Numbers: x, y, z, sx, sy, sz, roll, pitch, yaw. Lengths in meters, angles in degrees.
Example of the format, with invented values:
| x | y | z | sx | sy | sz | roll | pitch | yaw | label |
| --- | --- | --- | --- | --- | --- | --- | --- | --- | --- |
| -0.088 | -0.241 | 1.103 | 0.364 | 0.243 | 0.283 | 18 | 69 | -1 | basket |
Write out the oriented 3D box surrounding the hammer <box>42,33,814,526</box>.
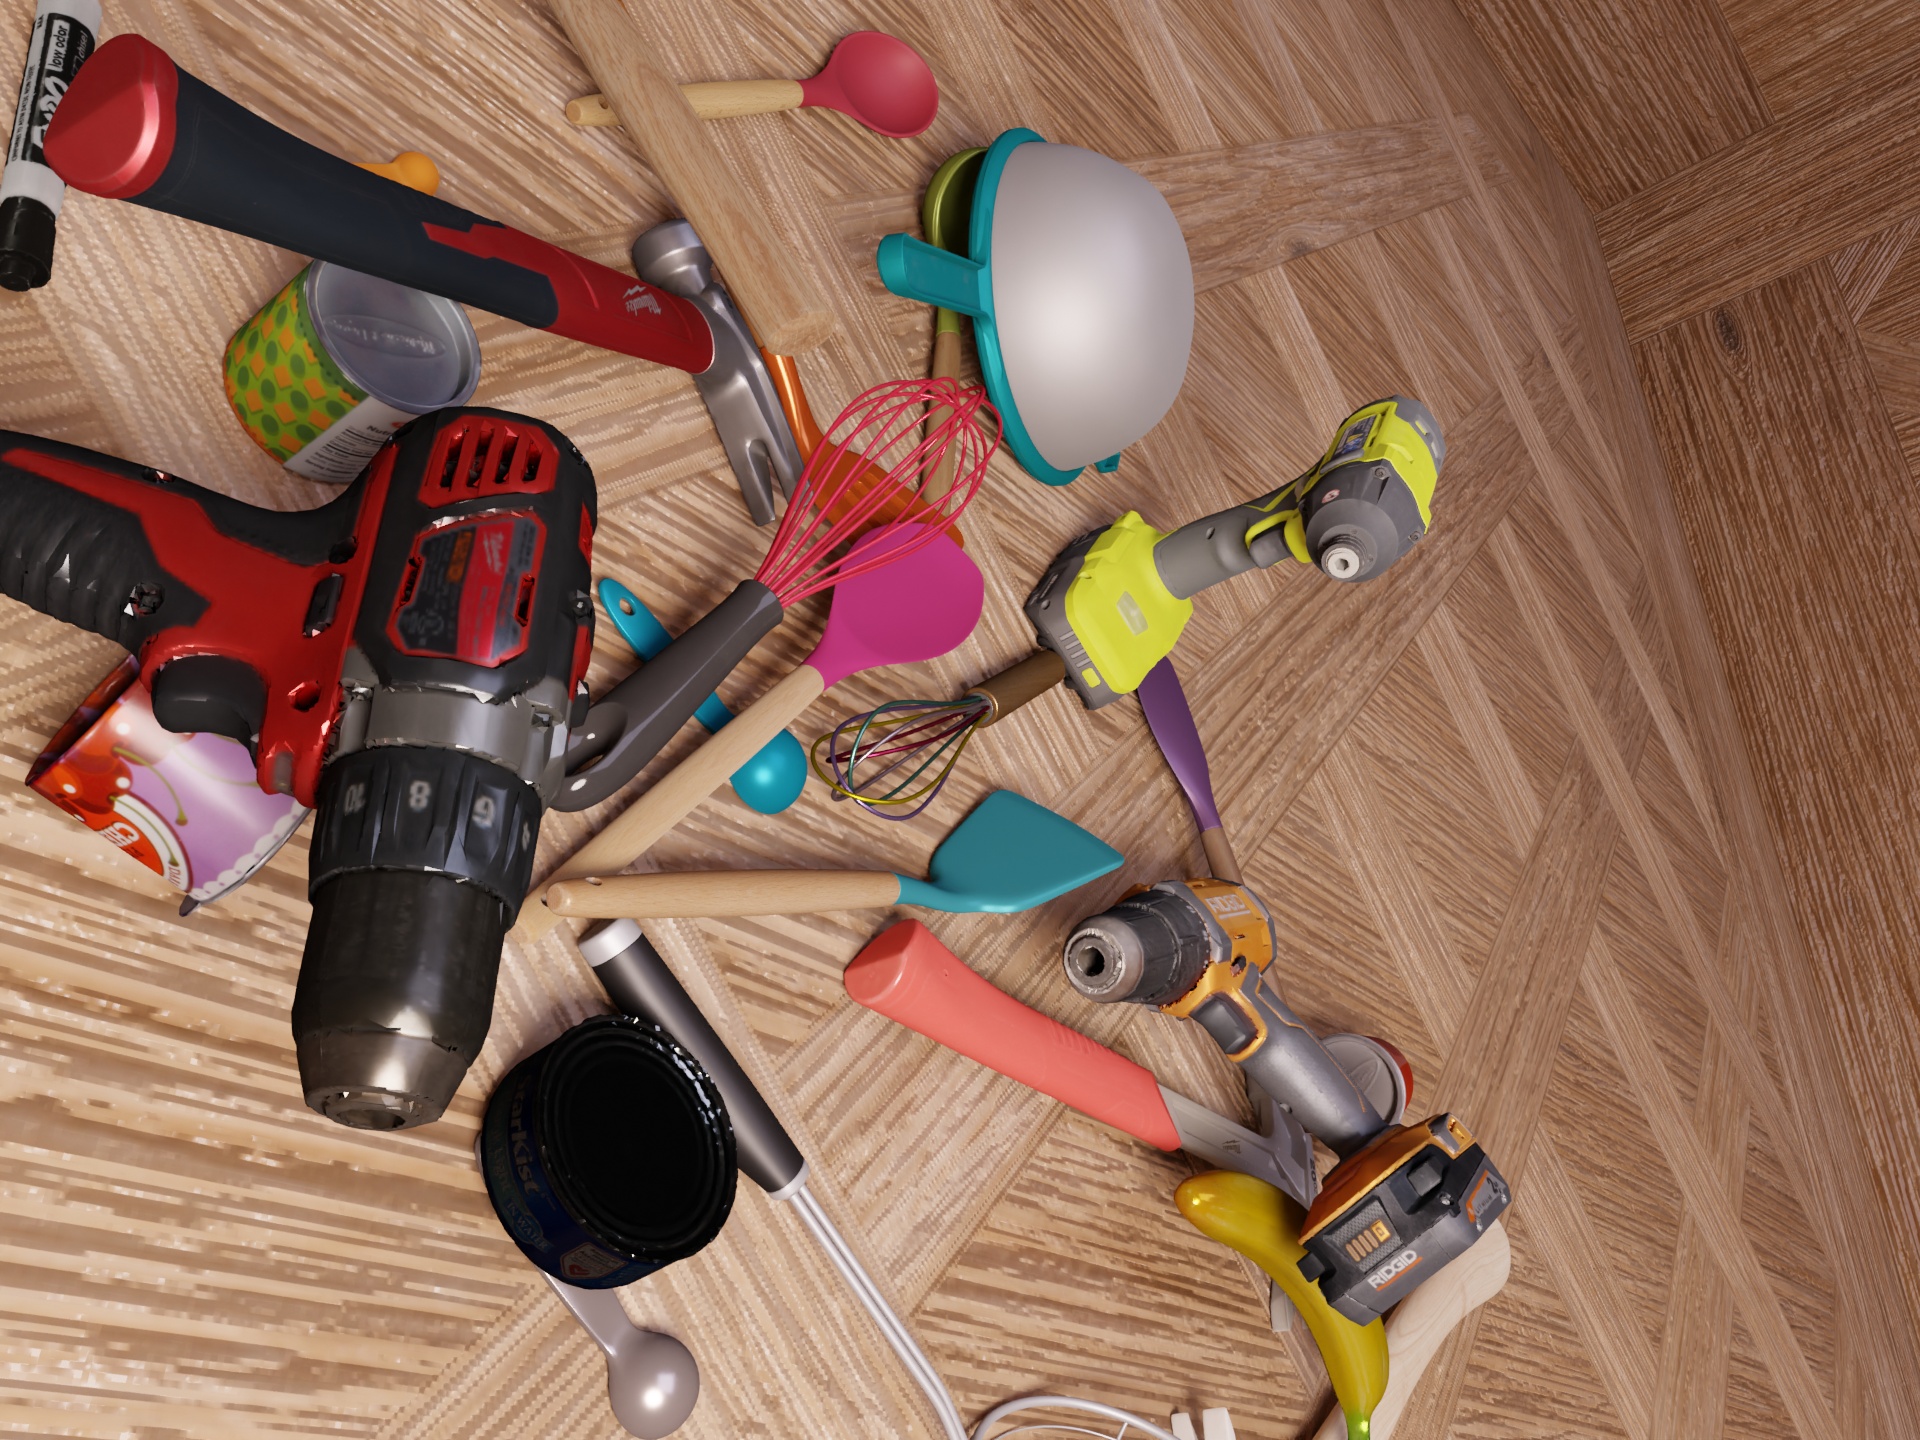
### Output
| x | y | z | sx | sy | sz | roll | pitch | yaw | label |
| --- | --- | --- | --- | --- | --- | --- | --- | --- | --- |
| -0.153 | -0.145 | 0.568 | 0.143 | 0.038 | 0.386 | 67 | 16 | 1 | hammer |

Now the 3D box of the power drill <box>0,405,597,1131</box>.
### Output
| x | y | z | sx | sy | sz | roll | pitch | yaw | label |
| --- | --- | --- | --- | --- | --- | --- | --- | --- | --- |
| -0.205 | -0.004 | 0.378 | 0.226 | 0.080 | 0.188 | 8 | 59 | -13 | power drill |

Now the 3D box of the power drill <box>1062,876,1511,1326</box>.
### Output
| x | y | z | sx | sy | sz | roll | pitch | yaw | label |
| --- | --- | --- | --- | --- | --- | --- | --- | --- | --- |
| 0.149 | 0.171 | 0.768 | 0.226 | 0.084 | 0.185 | 52 | 20 | 22 | power drill |

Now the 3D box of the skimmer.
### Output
| x | y | z | sx | sy | sz | roll | pitch | yaw | label |
| --- | --- | --- | --- | --- | --- | --- | --- | --- | --- |
| -0.008 | 0.208 | 0.614 | 0.363 | 0.090 | 0.127 | 56 | 2 | -10 | skimmer |

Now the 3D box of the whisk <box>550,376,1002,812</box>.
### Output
| x | y | z | sx | sy | sz | roll | pitch | yaw | label |
| --- | --- | --- | --- | --- | --- | --- | --- | --- | --- |
| -0.073 | -0.061 | 0.670 | 0.073 | 0.073 | 0.296 | 54 | 53 | -18 | whisk |

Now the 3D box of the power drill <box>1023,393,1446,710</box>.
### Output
| x | y | z | sx | sy | sz | roll | pitch | yaw | label |
| --- | --- | --- | --- | --- | --- | --- | --- | --- | --- |
| 0.153 | -0.091 | 0.890 | 0.080 | 0.223 | 0.171 | 56 | 35 | -15 | power drill |

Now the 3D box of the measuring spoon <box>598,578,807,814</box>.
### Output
| x | y | z | sx | sy | sz | roll | pitch | yaw | label |
| --- | --- | --- | --- | --- | --- | --- | --- | --- | --- |
| -0.105 | -0.013 | 0.671 | 0.128 | 0.021 | 0.042 | 52 | 37 | -24 | measuring spoon |

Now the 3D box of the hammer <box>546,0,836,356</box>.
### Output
| x | y | z | sx | sy | sz | roll | pitch | yaw | label |
| --- | --- | --- | --- | --- | --- | --- | --- | --- | --- |
| -0.151 | -0.294 | 0.684 | 0.130 | 0.031 | 0.331 | -24 | 77 | -46 | hammer |

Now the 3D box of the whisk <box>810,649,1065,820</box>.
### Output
| x | y | z | sx | sy | sz | roll | pitch | yaw | label |
| --- | --- | --- | --- | --- | --- | --- | --- | --- | --- |
| -0.003 | -0.004 | 0.790 | 0.245 | 0.047 | 0.051 | -30 | 119 | -61 | whisk |

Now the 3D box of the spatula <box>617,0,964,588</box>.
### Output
| x | y | z | sx | sy | sz | roll | pitch | yaw | label |
| --- | --- | --- | --- | --- | --- | --- | --- | --- | --- |
| -0.095 | -0.210 | 0.772 | 0.322 | 0.041 | 0.081 | 64 | 34 | -13 | spatula |

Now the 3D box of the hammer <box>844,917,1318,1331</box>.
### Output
| x | y | z | sx | sy | sz | roll | pitch | yaw | label |
| --- | --- | --- | --- | --- | --- | --- | --- | --- | --- |
| 0.077 | 0.192 | 0.788 | 0.358 | 0.037 | 0.149 | 34 | 46 | -39 | hammer |

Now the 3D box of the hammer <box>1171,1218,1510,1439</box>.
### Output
| x | y | z | sx | sy | sz | roll | pitch | yaw | label |
| --- | --- | --- | --- | --- | --- | --- | --- | --- | --- |
| 0.240 | 0.367 | 0.909 | 0.410 | 0.038 | 0.146 | -16 | 83 | -56 | hammer |

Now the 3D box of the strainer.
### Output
| x | y | z | sx | sy | sz | roll | pitch | yaw | label |
| --- | --- | --- | --- | --- | --- | --- | --- | --- | --- |
| 0.063 | -0.240 | 0.886 | 0.340 | 0.095 | 0.211 | -20 | 106 | -67 | strainer |

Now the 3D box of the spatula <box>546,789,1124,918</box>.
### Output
| x | y | z | sx | sy | sz | roll | pitch | yaw | label |
| --- | --- | --- | --- | --- | --- | --- | --- | --- | --- |
| -0.045 | 0.061 | 0.672 | 0.317 | 0.082 | 0.044 | 6 | 110 | -55 | spatula |

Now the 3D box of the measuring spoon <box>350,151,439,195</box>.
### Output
| x | y | z | sx | sy | sz | roll | pitch | yaw | label |
| --- | --- | --- | --- | --- | --- | --- | --- | --- | --- |
| -0.242 | -0.207 | 0.607 | 0.021 | 0.011 | 0.117 | 62 | 34 | -7 | measuring spoon |

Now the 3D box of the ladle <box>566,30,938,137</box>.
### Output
| x | y | z | sx | sy | sz | roll | pitch | yaw | label |
| --- | --- | --- | --- | --- | --- | --- | --- | --- | --- |
| -0.104 | -0.338 | 0.861 | 0.069 | 0.031 | 0.315 | 60 | 36 | -5 | ladle |

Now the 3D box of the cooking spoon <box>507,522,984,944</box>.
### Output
| x | y | z | sx | sy | sz | roll | pitch | yaw | label |
| --- | --- | --- | --- | --- | --- | --- | --- | --- | --- |
| -0.078 | -0.005 | 0.671 | 0.069 | 0.017 | 0.319 | 46 | 44 | -1 | cooking spoon |

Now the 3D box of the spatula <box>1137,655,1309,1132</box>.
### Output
| x | y | z | sx | sy | sz | roll | pitch | yaw | label |
| --- | --- | --- | --- | --- | --- | --- | --- | --- | --- |
| 0.156 | 0.089 | 0.942 | 0.059 | 0.018 | 0.316 | 17 | 49 | -47 | spatula |

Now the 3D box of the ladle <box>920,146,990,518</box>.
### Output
| x | y | z | sx | sy | sz | roll | pitch | yaw | label |
| --- | --- | --- | --- | --- | --- | --- | --- | --- | --- |
| 0.002 | -0.199 | 0.900 | 0.078 | 0.062 | 0.320 | 43 | 42 | -47 | ladle |

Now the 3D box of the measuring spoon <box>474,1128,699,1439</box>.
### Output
| x | y | z | sx | sy | sz | roll | pitch | yaw | label |
| --- | --- | --- | --- | --- | --- | --- | --- | --- | --- |
| -0.123 | 0.187 | 0.532 | 0.124 | 0.018 | 0.034 | 59 | 35 | -10 | measuring spoon |
